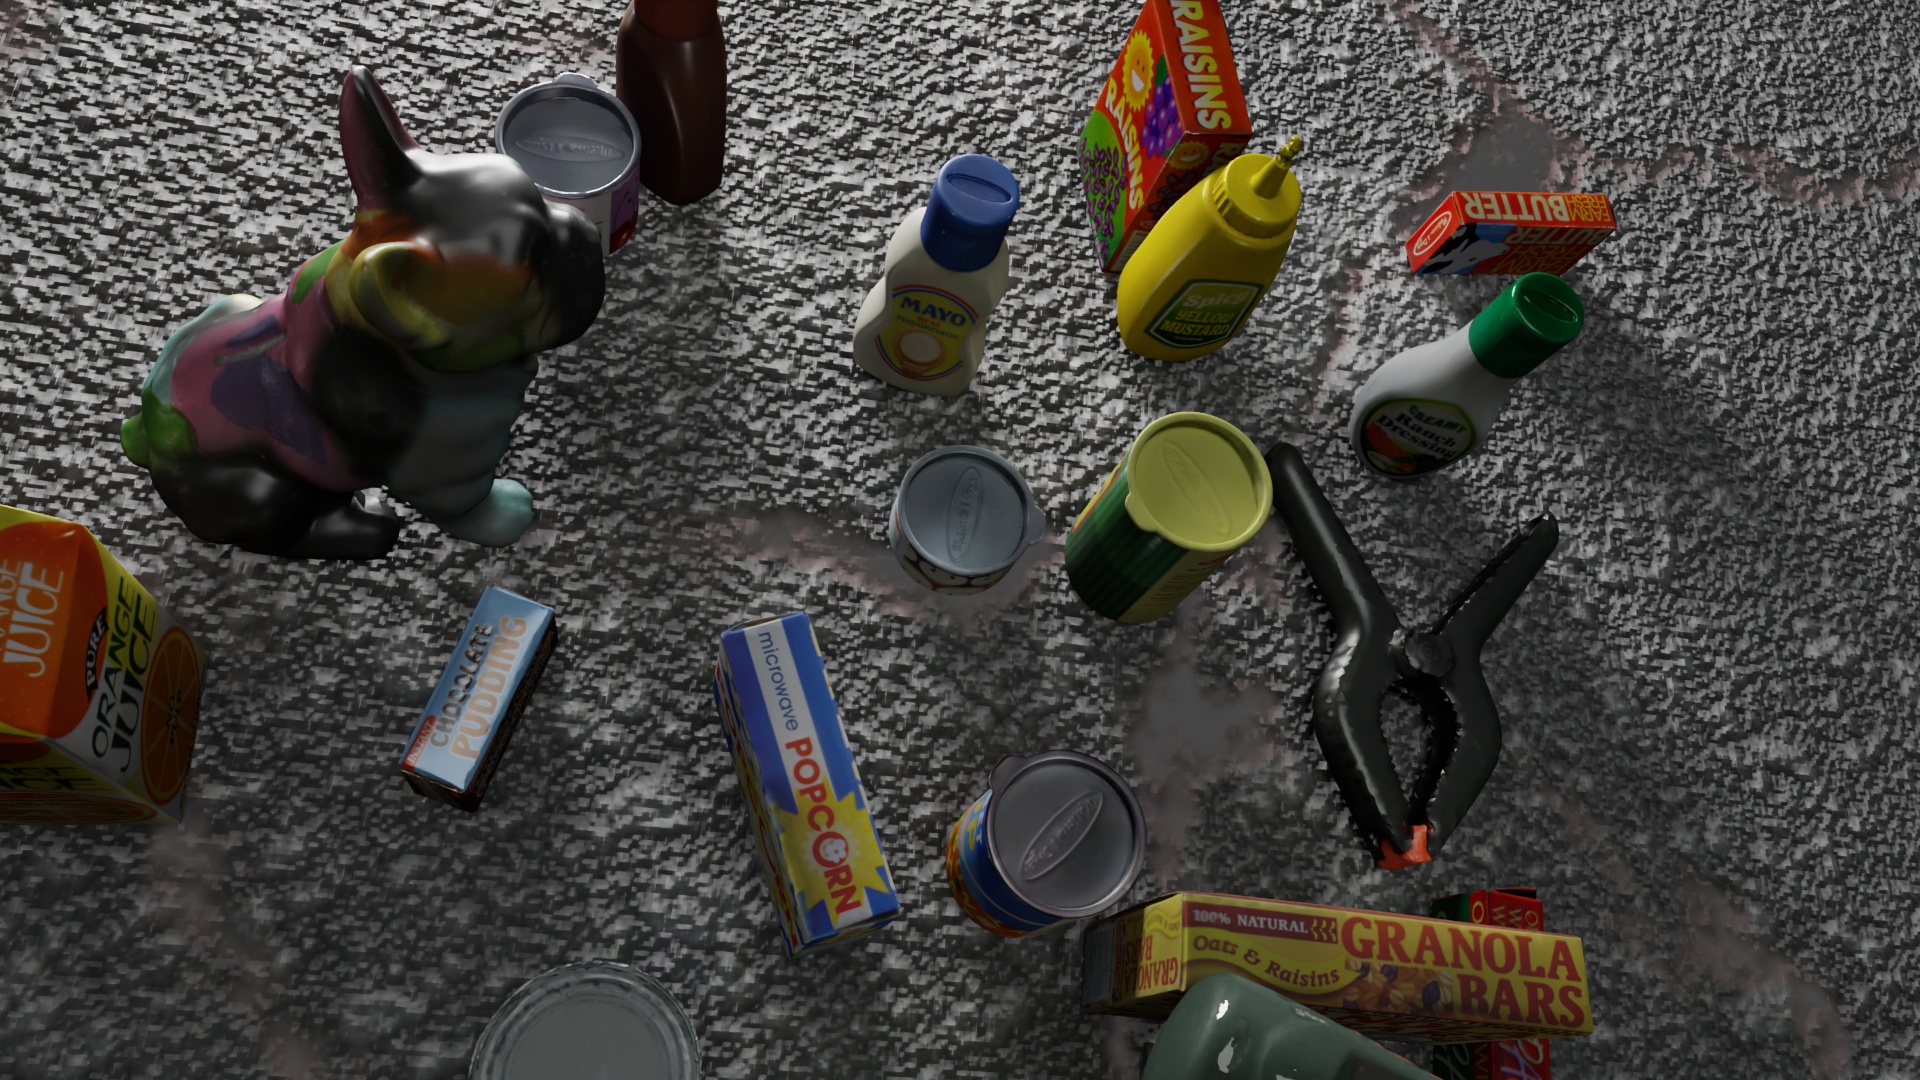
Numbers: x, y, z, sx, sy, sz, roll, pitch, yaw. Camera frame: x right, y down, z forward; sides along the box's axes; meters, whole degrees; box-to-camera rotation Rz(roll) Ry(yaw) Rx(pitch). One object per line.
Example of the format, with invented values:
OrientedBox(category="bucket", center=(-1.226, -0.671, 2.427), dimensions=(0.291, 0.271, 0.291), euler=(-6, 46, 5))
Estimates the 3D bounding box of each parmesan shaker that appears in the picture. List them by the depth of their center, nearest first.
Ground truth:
OrientedBox(category="parmesan shaker", center=(0.090, -0.006, 0.642), dimensions=(0.071, 0.102, 0.071), euler=(5, 68, -12))

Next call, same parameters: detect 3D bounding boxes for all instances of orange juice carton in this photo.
OrientedBox(category="orange juice carton", center=(-0.324, 0.045, 0.471), dimensions=(0.073, 0.192, 0.072), euler=(2, 68, -13))

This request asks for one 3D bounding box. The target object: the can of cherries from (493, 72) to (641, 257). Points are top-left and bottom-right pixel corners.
OrientedBox(category="can of cherries", center=(-0.187, -0.179, 0.671), dimensions=(0.071, 0.058, 0.072), euler=(5, 67, -12))

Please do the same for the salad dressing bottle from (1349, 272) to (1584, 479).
OrientedBox(category="salad dressing bottle", center=(0.246, -0.079, 0.685), dimensions=(0.064, 0.147, 0.044), euler=(27, 65, -2))

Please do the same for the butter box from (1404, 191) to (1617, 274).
OrientedBox(category="butter box", center=(0.314, -0.175, 0.793), dimensions=(0.104, 0.053, 0.024), euler=(-3, 69, -15))

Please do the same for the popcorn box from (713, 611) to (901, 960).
OrientedBox(category="popcorn box", center=(-0.067, 0.102, 0.570), dimensions=(0.038, 0.085, 0.127), euler=(-14, 72, -18))

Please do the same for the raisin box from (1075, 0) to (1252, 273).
OrientedBox(category="raisin box", center=(0.102, -0.206, 0.716), dimensions=(0.040, 0.123, 0.086), euler=(-3, 69, -15))

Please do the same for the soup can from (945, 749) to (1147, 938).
OrientedBox(category="soup can", center=(0.032, 0.127, 0.584), dimensions=(0.071, 0.083, 0.071), euler=(5, 67, -12))

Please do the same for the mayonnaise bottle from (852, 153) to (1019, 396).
OrientedBox(category="mayonnaise bottle", center=(-0.009, -0.119, 0.640), dimensions=(0.065, 0.147, 0.041), euler=(18, 66, -6))

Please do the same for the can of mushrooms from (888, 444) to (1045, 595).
OrientedBox(category="can of mushrooms", center=(0.002, -0.008, 0.660), dimensions=(0.071, 0.033, 0.071), euler=(5, 67, -12))

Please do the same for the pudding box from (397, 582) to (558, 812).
OrientedBox(category="pudding box", center=(-0.197, 0.065, 0.573), dimensions=(0.030, 0.049, 0.084), euler=(22, 65, -4))

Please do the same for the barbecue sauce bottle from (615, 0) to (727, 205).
OrientedBox(category="barbecue sauce bottle", center=(-0.135, -0.224, 0.652), dimensions=(0.044, 0.148, 0.065), euler=(-33, 79, -23))

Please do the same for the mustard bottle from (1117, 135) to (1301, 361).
OrientedBox(category="mustard bottle", center=(0.126, -0.142, 0.675), dimensions=(0.065, 0.159, 0.049), euler=(0, 69, -13))

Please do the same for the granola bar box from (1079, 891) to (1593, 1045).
OrientedBox(category="granola bar box", center=(0.146, 0.177, 0.568), dimensions=(0.166, 0.123, 0.039), euler=(9, 67, -10))

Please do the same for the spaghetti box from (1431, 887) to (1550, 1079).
OrientedBox(category="spaghetti box", center=(0.226, 0.275, 0.589), dimensions=(0.029, 0.050, 0.251), euler=(12, 66, -9))
